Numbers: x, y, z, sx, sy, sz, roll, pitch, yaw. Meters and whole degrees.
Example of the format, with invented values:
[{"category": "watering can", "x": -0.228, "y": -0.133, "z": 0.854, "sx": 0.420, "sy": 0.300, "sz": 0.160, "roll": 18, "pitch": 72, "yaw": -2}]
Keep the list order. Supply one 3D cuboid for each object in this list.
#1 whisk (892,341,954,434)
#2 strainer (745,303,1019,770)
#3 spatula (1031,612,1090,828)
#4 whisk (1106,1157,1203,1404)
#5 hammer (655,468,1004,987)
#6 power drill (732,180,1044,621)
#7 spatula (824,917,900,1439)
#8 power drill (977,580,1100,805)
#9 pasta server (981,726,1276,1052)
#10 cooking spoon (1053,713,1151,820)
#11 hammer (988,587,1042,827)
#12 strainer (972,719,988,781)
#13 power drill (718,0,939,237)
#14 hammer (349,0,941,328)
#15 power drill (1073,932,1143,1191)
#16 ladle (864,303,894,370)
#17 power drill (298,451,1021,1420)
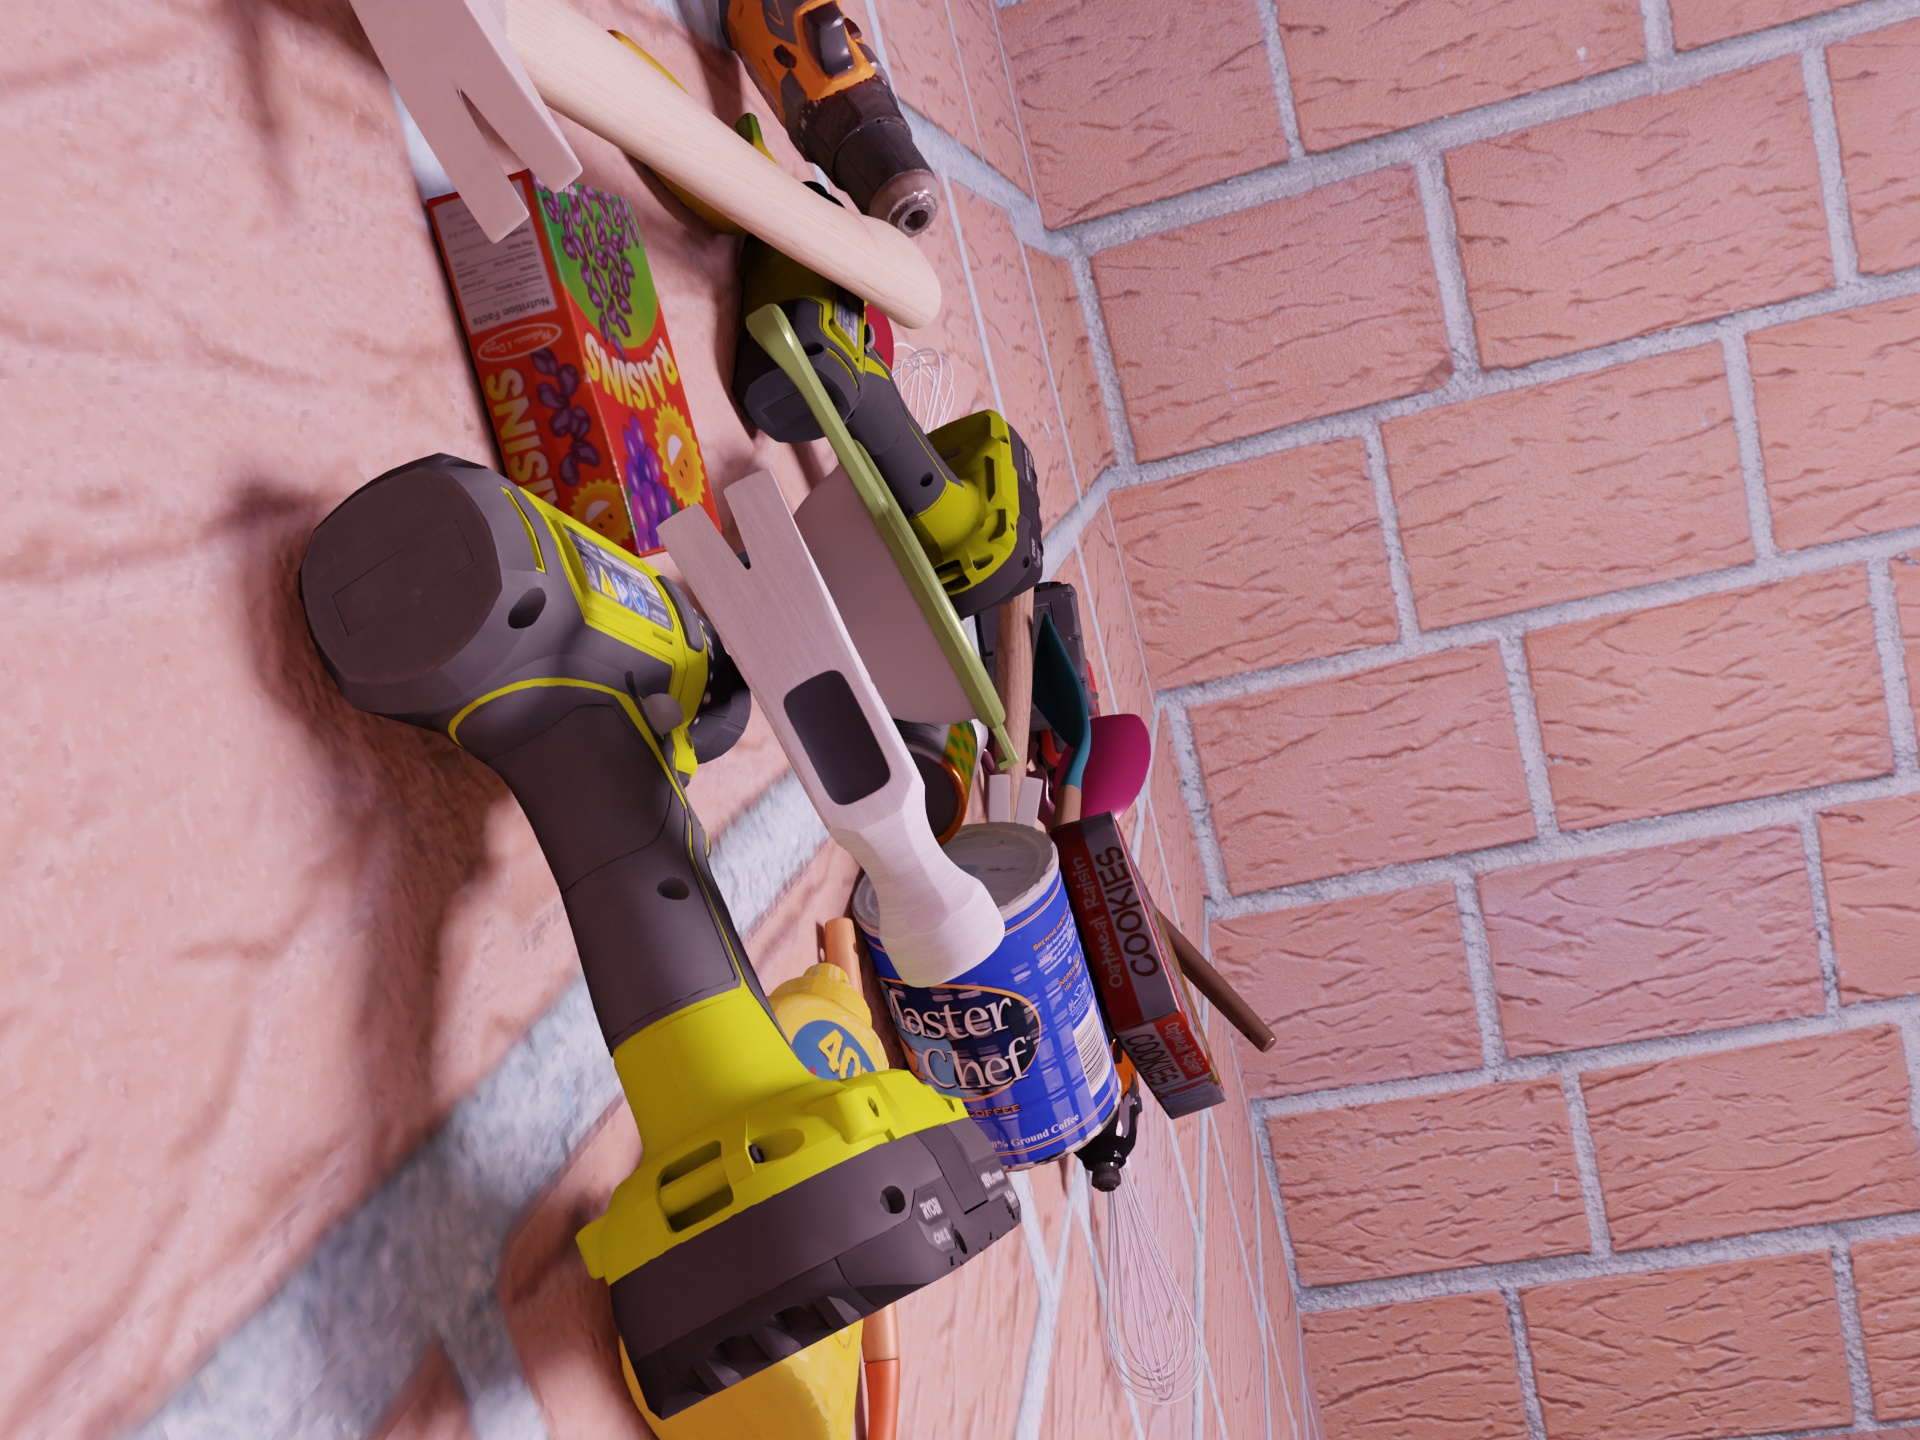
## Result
[{"category": "whisk", "x": -0.033, "y": -0.148, "z": 1.004, "sx": 0.059, "sy": 0.058, "sz": 0.247, "roll": 38, "pitch": 41, "yaw": -40}, {"category": "strainer", "x": -0.057, "y": -0.076, "z": 0.700, "sx": 0.152, "sy": 0.069, "sz": 0.256, "roll": 61, "pitch": 1, "yaw": 35}, {"category": "spatula", "x": 0.056, "y": 0.064, "z": 1.004, "sx": 0.082, "sy": 0.044, "sz": 0.318, "roll": 98, "pitch": 1, "yaw": -45}, {"category": "whisk", "x": 0.124, "y": 0.364, "z": 1.200, "sx": 0.070, "sy": 0.070, "sz": 0.285, "roll": 58, "pitch": 18, "yaw": -59}, {"category": "hammer", "x": -0.056, "y": -0.023, "z": 0.530, "sx": 0.128, "sy": 0.033, "sz": 0.331, "roll": 63, "pitch": -5, "yaw": -14}, {"category": "power drill", "x": -0.039, "y": -0.172, "z": 0.860, "sx": 0.223, "sy": 0.080, "sz": 0.171, "roll": 49, "pitch": 30, "yaw": -44}, {"category": "spatula", "x": -0.026, "y": 0.236, "z": 0.653, "sx": 0.081, "sy": 0.041, "sz": 0.323, "roll": 51, "pitch": 28, "yaw": -64}, {"category": "power drill", "x": 0.081, "y": 0.004, "z": 1.316, "sx": 0.226, "sy": 0.080, "sz": 0.188, "roll": 59, "pitch": 23, "yaw": -66}, {"category": "pasta server", "x": 0.106, "y": 0.102, "z": 1.077, "sx": 0.316, "sy": 0.040, "sz": 0.060, "roll": 47, "pitch": -23, "yaw": 32}, {"category": "cooking spoon", "x": 0.068, "y": 0.108, "z": 1.004, "sx": 0.017, "sy": 0.069, "sz": 0.319, "roll": 62, "pitch": 33, "yaw": -38}, {"category": "hammer", "x": 0.034, "y": -0.006, "z": 1.047, "sx": 0.130, "sy": 0.031, "sz": 0.332, "roll": 95, "pitch": -1, "yaw": -50}, {"category": "strainer", "x": -0.002, "y": -0.003, "z": 1.019, "sx": 0.087, "sy": 0.050, "sz": 0.258, "roll": 62, "pitch": 10, "yaw": -6}, {"category": "power drill", "x": -0.070, "y": -0.357, "z": 0.765, "sx": 0.185, "sy": 0.084, "sz": 0.226, "roll": 60, "pitch": -10, "yaw": 22}, {"category": "hammer", "x": -0.084, "y": -0.200, "z": 0.602, "sx": 0.146, "sy": 0.038, "sz": 0.410, "roll": 61, "pitch": 17, "yaw": 9}, {"category": "power drill", "x": 0.081, "y": 0.217, "z": 1.090, "sx": 0.226, "sy": 0.084, "sz": 0.164, "roll": 68, "pitch": 16, "yaw": -55}, {"category": "ladle", "x": -0.054, "y": -0.143, "z": 0.941, "sx": 0.069, "sy": 0.031, "sz": 0.316, "roll": 59, "pitch": 23, "yaw": -55}, {"category": "power drill", "x": -0.072, "y": 0.051, "z": 0.437, "sx": 0.229, "sy": 0.080, "sz": 0.190, "roll": 63, "pitch": 7, "yaw": 15}]
